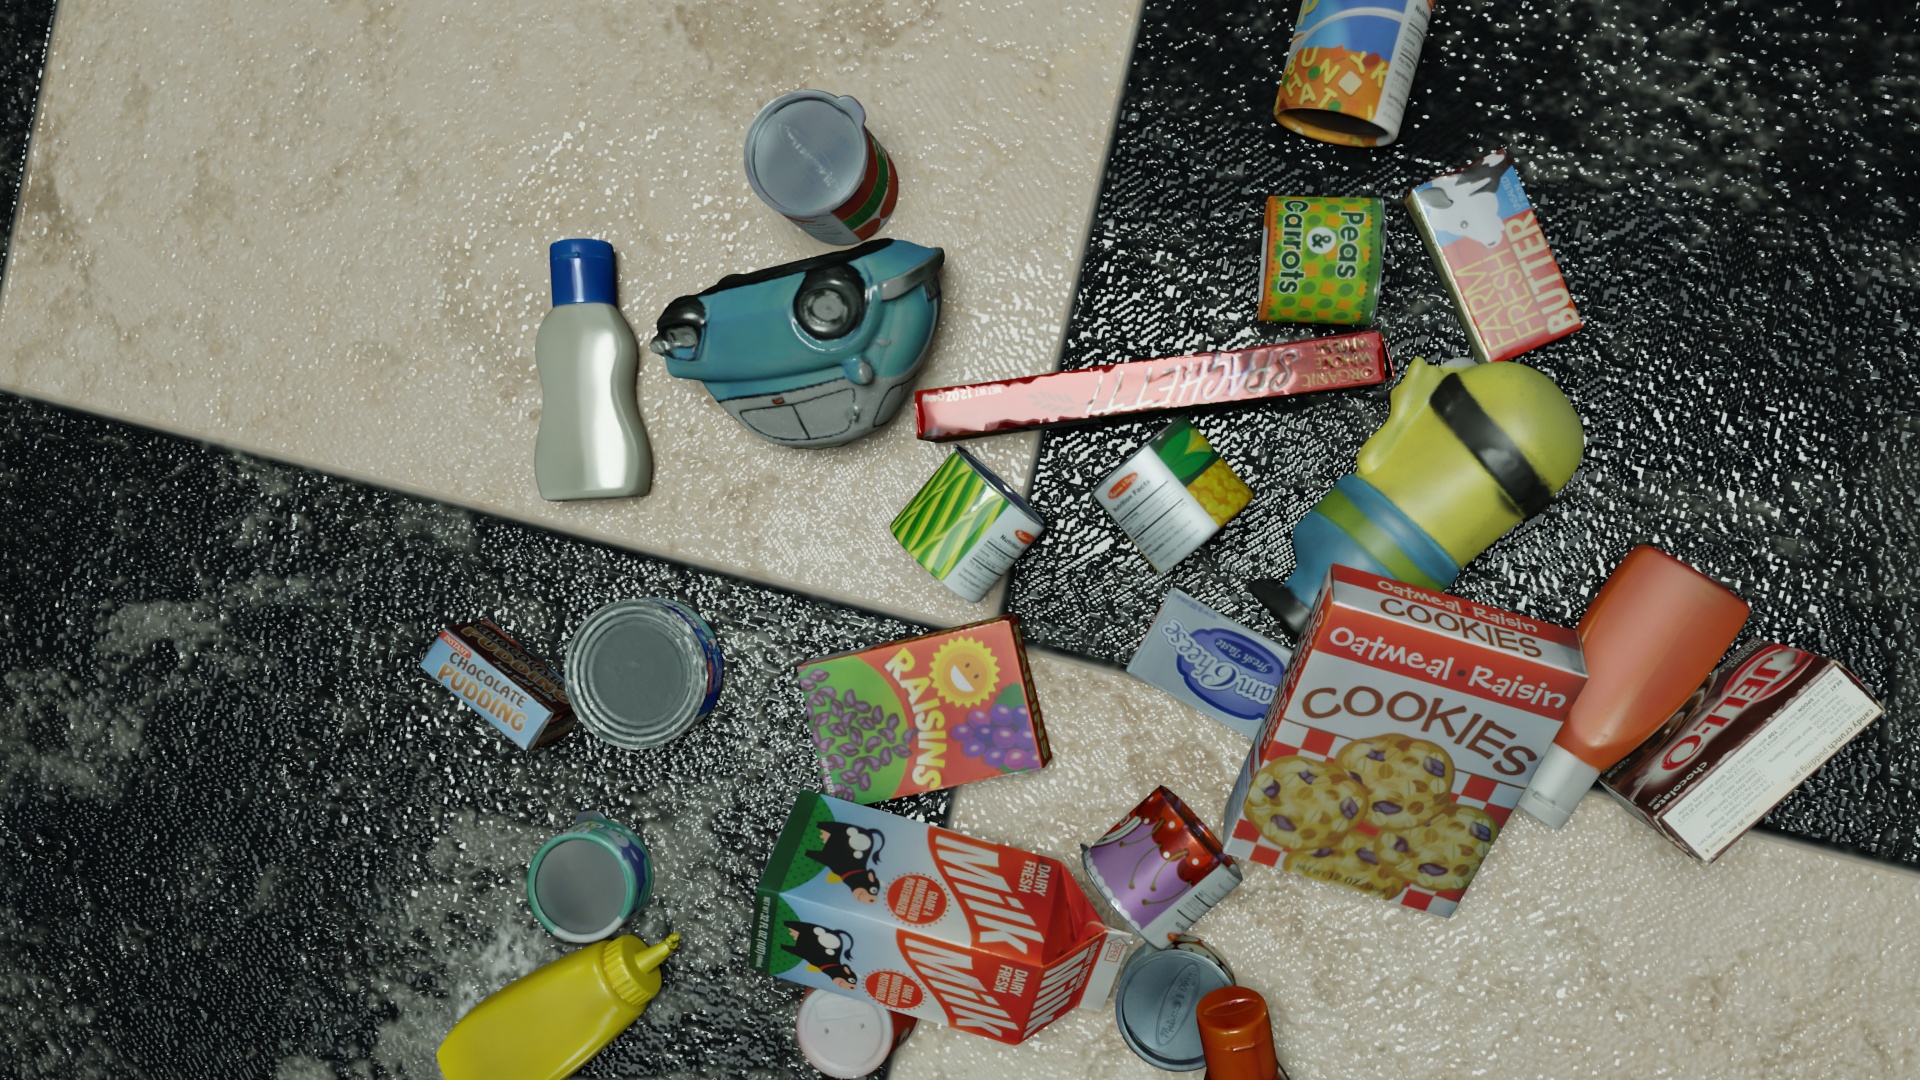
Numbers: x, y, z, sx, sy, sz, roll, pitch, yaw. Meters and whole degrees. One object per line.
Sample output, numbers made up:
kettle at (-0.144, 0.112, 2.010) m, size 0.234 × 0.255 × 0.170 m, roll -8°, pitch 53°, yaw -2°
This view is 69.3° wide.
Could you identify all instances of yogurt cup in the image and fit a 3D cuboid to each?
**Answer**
yogurt cup at (-0.059, 0.263, 0.775) m, size 0.072 × 0.054 × 0.072 m, roll 0°, pitch 90°, yaw 9°

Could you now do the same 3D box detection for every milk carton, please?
milk carton at (-0.009, 0.205, 0.741) m, size 0.191 × 0.074 × 0.072 m, roll 15°, pitch 127°, yaw 4°

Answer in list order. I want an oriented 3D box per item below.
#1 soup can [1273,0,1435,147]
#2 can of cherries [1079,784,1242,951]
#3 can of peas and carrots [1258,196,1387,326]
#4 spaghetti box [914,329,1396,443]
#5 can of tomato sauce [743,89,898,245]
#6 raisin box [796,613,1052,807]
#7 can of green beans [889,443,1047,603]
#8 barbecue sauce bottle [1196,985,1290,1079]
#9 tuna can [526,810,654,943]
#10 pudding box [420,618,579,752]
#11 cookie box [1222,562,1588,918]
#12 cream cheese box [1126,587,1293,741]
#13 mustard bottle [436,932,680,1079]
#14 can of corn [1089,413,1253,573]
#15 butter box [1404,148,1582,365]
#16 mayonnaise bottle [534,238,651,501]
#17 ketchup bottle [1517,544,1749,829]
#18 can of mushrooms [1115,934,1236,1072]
soup can at (0.202, -0.256, 0.722) m, size 0.071 × 0.071 × 0.083 m, roll 15°, pitch 94°, yaw 8°
can of cherries at (0.106, 0.172, 0.742) m, size 0.058 × 0.071 × 0.071 m, roll -44°, pitch 85°, yaw 7°
can of peas and carrots at (0.187, -0.146, 0.723) m, size 0.059 × 0.071 × 0.071 m, roll 4°, pitch 92°, yaw 9°
spaghetti box at (0.101, -0.081, 0.747) m, size 0.250 × 0.050 × 0.028 m, roll -7°, pitch 91°, yaw 9°
can of tomato sauce at (-0.072, -0.202, 0.756) m, size 0.071 × 0.083 × 0.071 m, roll 0°, pitch 91°, yaw 9°
raisin box at (-0.020, 0.096, 0.774) m, size 0.123 × 0.040 × 0.086 m, roll -13°, pitch 88°, yaw 10°
can of green beans at (0.004, -0.008, 0.755) m, size 0.071 × 0.071 × 0.057 m, roll 42°, pitch 97°, yaw 6°
barbecue sauce bottle at (0.152, 0.305, 0.725) m, size 0.065 × 0.044 × 0.148 m, roll -13°, pitch 108°, yaw 1°
tuna can at (-0.216, 0.195, 0.809) m, size 0.071 × 0.033 × 0.071 m, roll 0°, pitch 91°, yaw 9°
pudding box at (-0.263, 0.083, 0.806) m, size 0.084 × 0.050 × 0.030 m, roll 37°, pitch 98°, yaw 7°
cookie box at (0.216, 0.102, 0.696) m, size 0.123 × 0.040 × 0.166 m, roll 16°, pitch 122°, yaw 3°
cream cheese box at (0.148, 0.072, 0.755) m, size 0.104 × 0.024 × 0.053 m, roll 29°, pitch 95°, yaw 7°
mustard bottle at (-0.223, 0.271, 0.803) m, size 0.160 × 0.049 × 0.065 m, roll -33°, pitch 86°, yaw 7°
can of corn at (0.114, -0.025, 0.740) m, size 0.071 × 0.071 × 0.058 m, roll -41°, pitch 86°, yaw 8°
butter box at (0.280, -0.147, 0.732) m, size 0.053 × 0.024 × 0.103 m, roll -24°, pitch 87°, yaw 9°
mayonnaise bottle at (-0.215, -0.097, 0.802) m, size 0.065 × 0.041 × 0.148 m, roll -3°, pitch 89°, yaw 7°
ketchup bottle at (0.335, 0.079, 0.716) m, size 0.065 × 0.043 × 0.148 m, roll 34°, pitch 96°, yaw 13°
can of mushrooms at (0.120, 0.252, 0.757) m, size 0.071 × 0.033 × 0.071 m, roll 0°, pitch 90°, yaw 9°
